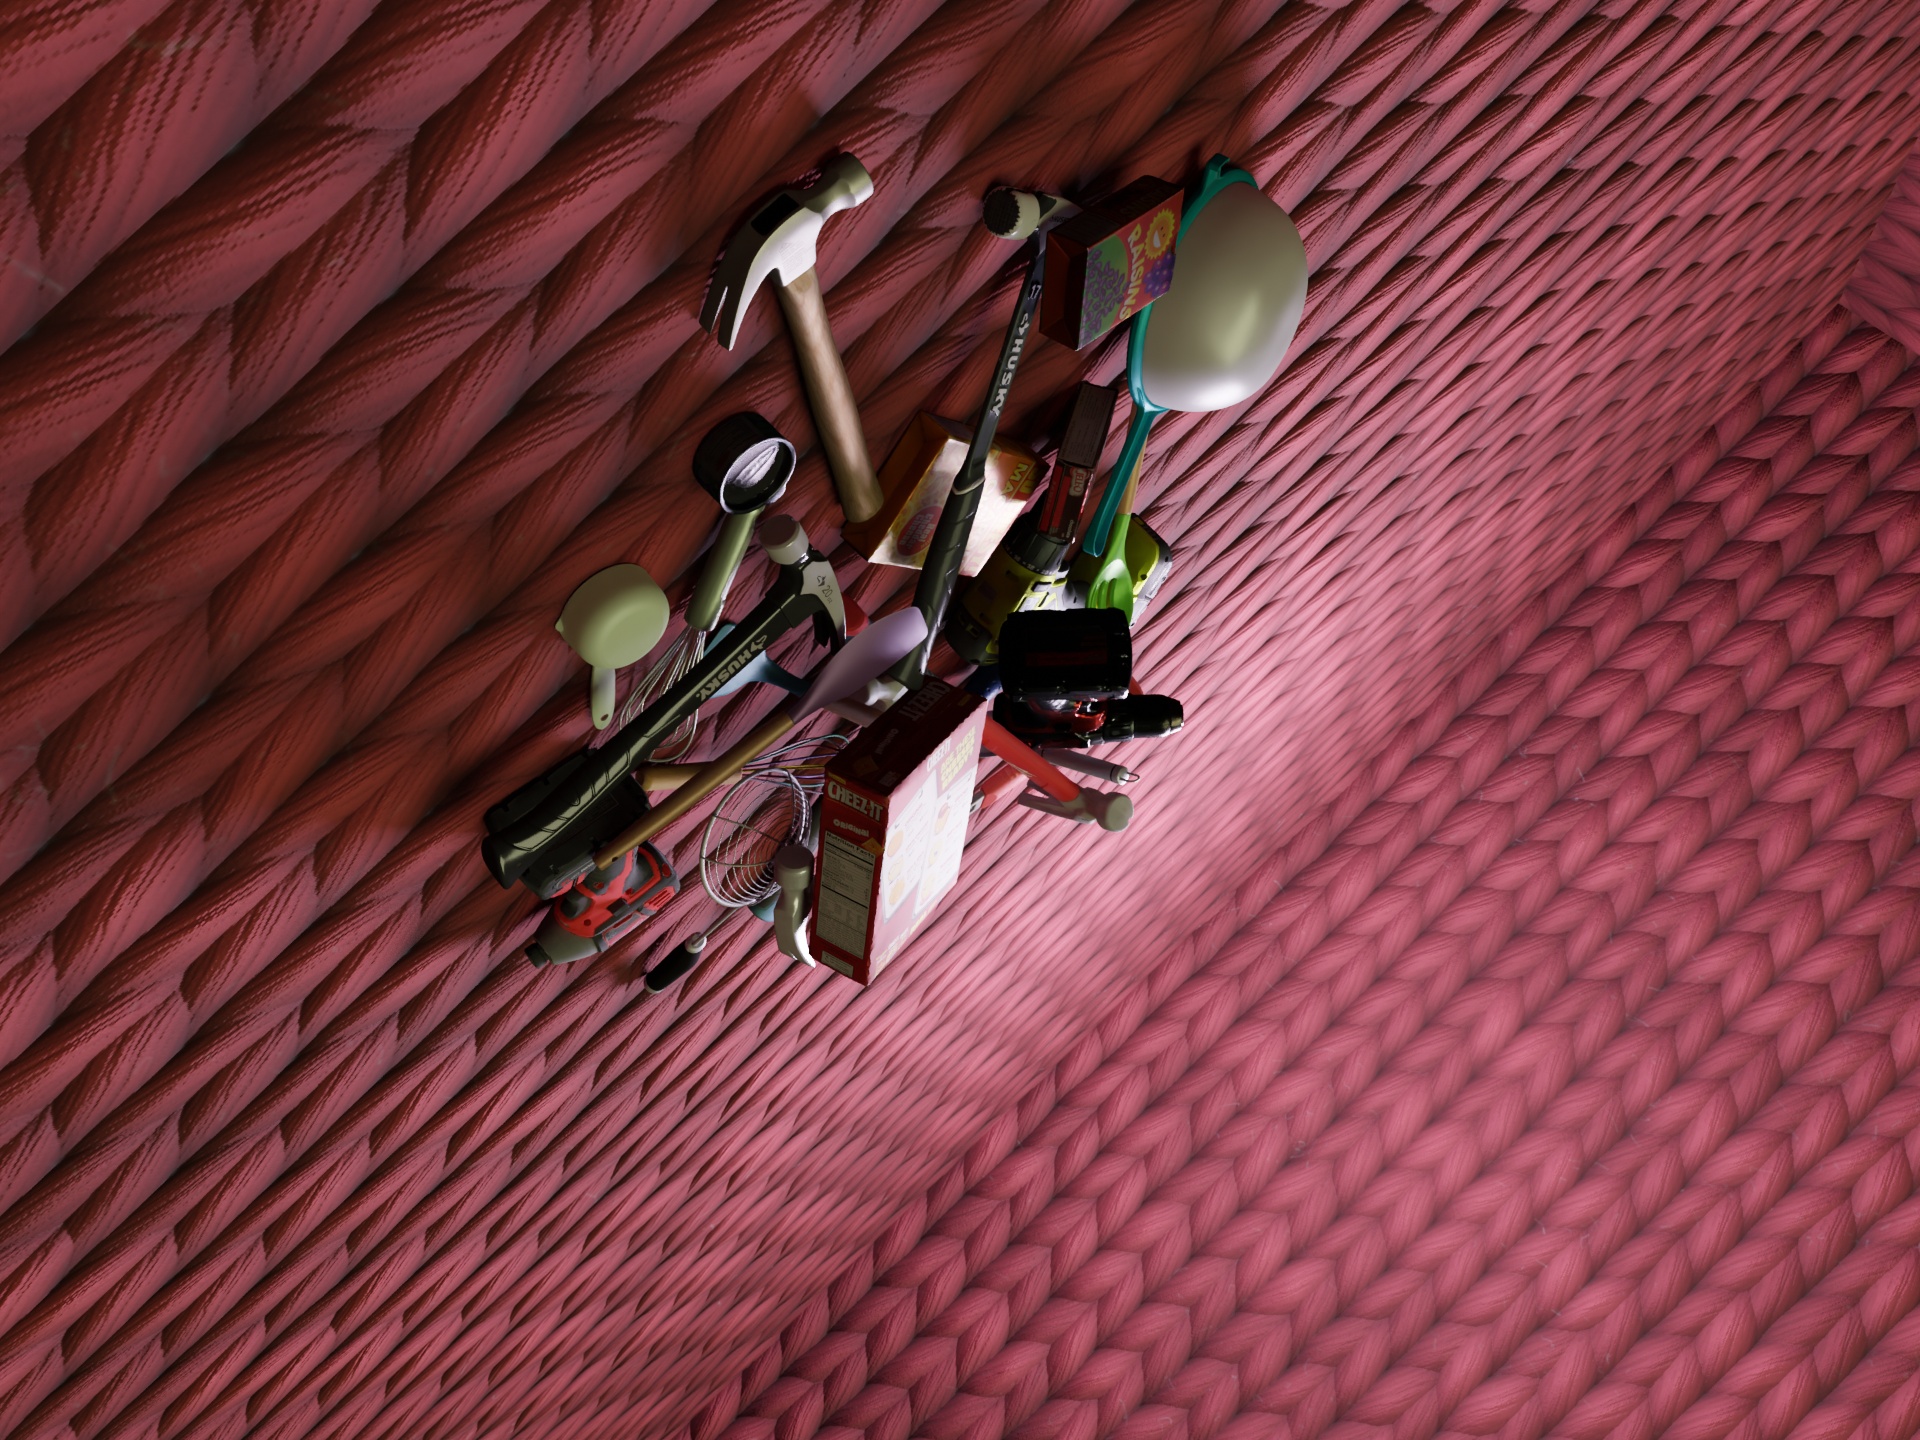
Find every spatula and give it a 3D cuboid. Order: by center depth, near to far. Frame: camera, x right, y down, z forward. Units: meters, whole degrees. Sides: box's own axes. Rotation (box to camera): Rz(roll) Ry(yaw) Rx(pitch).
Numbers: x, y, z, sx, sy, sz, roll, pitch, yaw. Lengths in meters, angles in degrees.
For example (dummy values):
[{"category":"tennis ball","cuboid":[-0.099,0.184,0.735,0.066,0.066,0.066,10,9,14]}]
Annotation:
[{"category":"spatula","cuboid":[-0.153,0.012,1.227,0.316,0.018,0.059,-38,147,-9]},{"category":"spatula","cuboid":[-0.108,-0.009,1.377,0.317,0.044,0.082,23,109,-41]}]

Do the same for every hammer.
[{"category":"hammer","cuboid":[-0.096,-0.236,1.107,0.130,0.031,0.331,-40,157,-12]},{"category":"hammer","cuboid":[-0.219,0.001,1.179,0.335,0.035,0.146,-44,148,-10]},{"category":"hammer","cuboid":[0.014,-0.206,1.239,0.149,0.036,0.408,-16,132,-53]},{"category":"hammer","cuboid":[-0.002,-0.005,1.453,0.385,0.143,0.038,37,74,-38]},{"category":"hammer","cuboid":[-0.060,0.067,1.490,0.406,0.035,0.144,-50,155,-45]},{"category":"hammer","cuboid":[-0.130,0.079,1.580,0.128,0.033,0.331,-9,139,-52]},{"category":"hammer","cuboid":[0.056,0.066,1.769,0.359,0.037,0.149,-38,159,17]}]

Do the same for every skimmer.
[{"category":"skimmer","cuboid":[-0.240,0.161,1.474,0.127,0.090,0.363,-35,175,-41]}]

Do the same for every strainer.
[{"category":"strainer","cuboid":[0.206,-0.285,1.339,0.211,0.095,0.340,1,114,-65]},{"category":"strainer","cuboid":[0.081,0.028,1.629,0.087,0.259,0.050,-27,121,-39]}]

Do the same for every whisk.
[{"category":"whisk","cuboid":[-0.199,-0.068,1.202,0.058,0.059,0.246,-84,-161,-62]},{"category":"whisk","cuboid":[-0.180,0.042,1.404,0.245,0.047,0.051,-3,120,-47]}]

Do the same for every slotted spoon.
[{"category":"slotted spoon","cuboid":[0.153,-0.215,1.446,0.070,0.031,0.313,-19,126,-44]}]

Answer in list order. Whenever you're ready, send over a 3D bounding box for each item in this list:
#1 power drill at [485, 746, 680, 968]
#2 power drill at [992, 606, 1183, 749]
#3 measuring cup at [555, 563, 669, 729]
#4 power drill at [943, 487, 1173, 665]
[{"category":"power drill","cuboid":[-0.310,0.126,1.309,0.143,0.079,0.219,-36,159,-20]},{"category":"power drill","cuboid":[0.121,-0.028,1.497,0.188,0.080,0.226,-1,161,3]},{"category":"measuring cup","cuboid":[-0.251,-0.041,1.165,0.083,0.038,0.167,-28,150,-34]},{"category":"power drill","cuboid":[0.105,-0.145,1.539,0.228,0.080,0.190,-8,139,-51]}]
